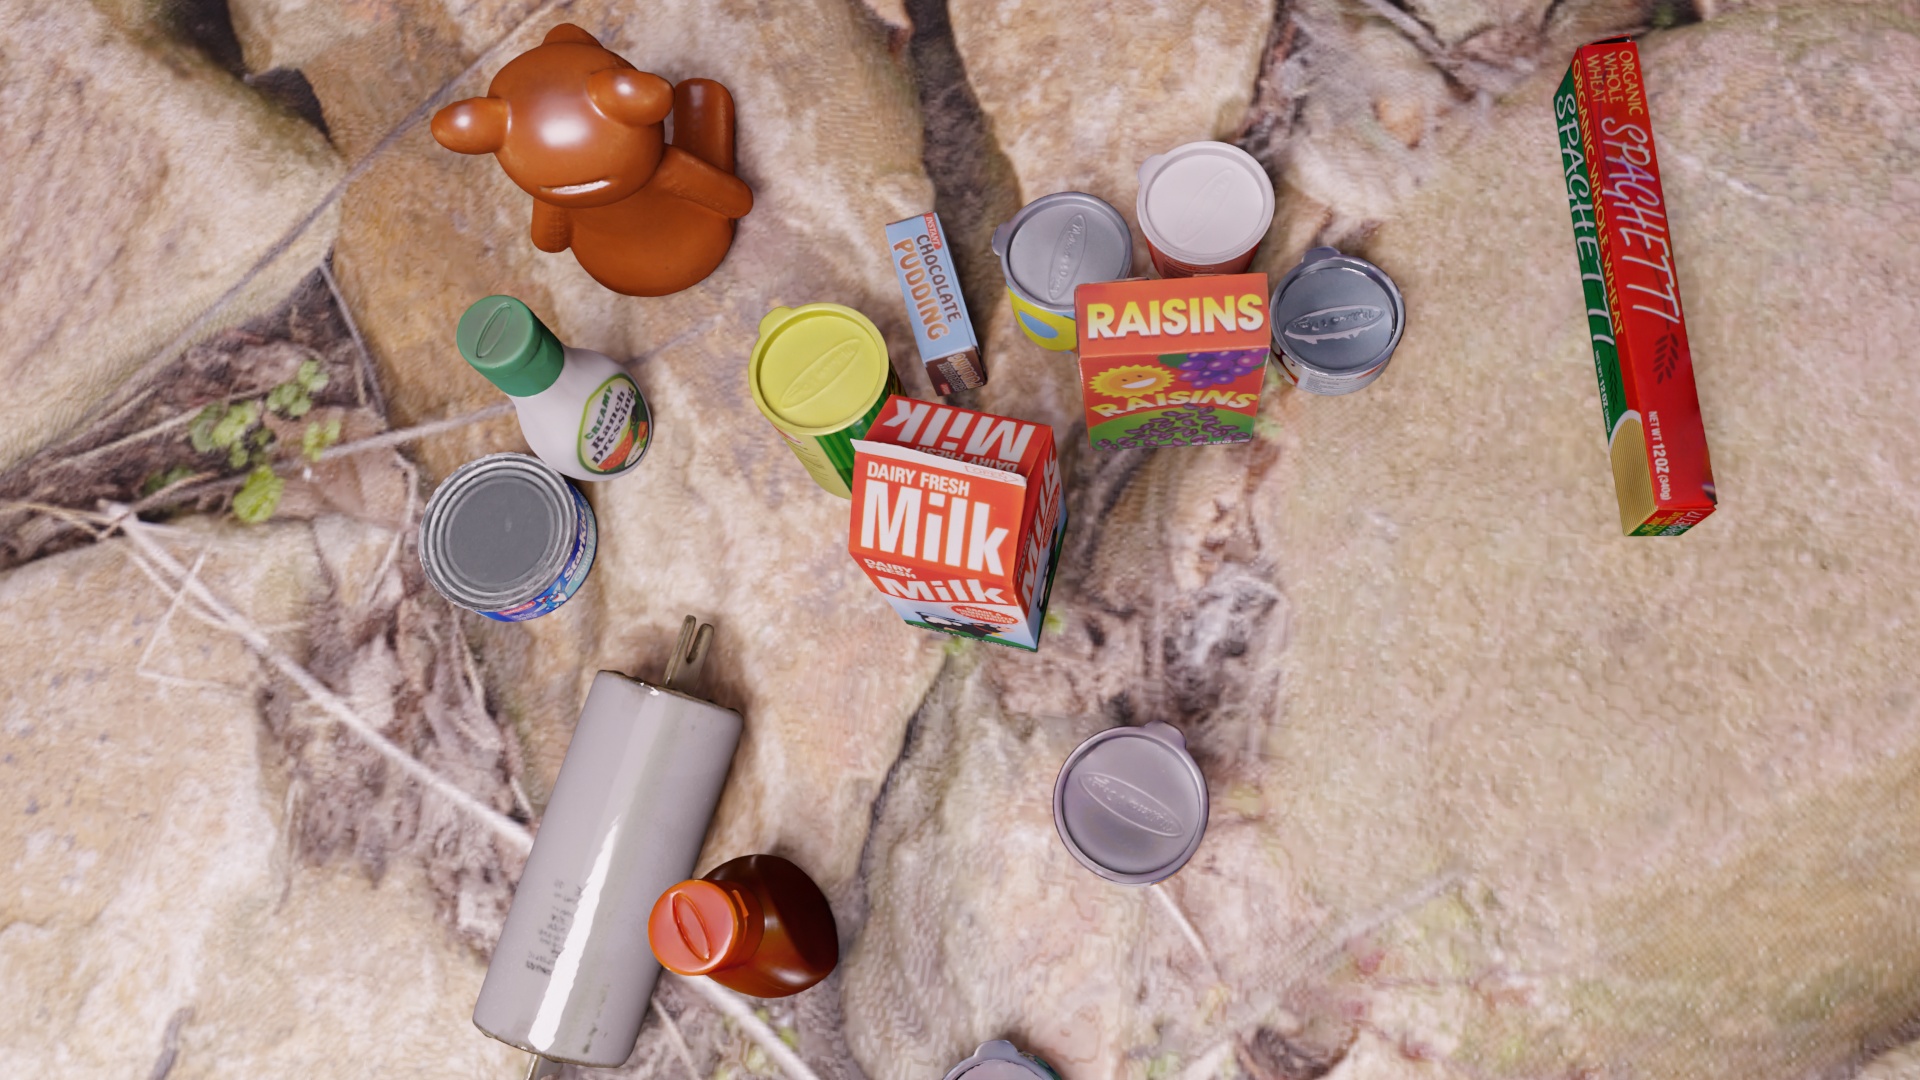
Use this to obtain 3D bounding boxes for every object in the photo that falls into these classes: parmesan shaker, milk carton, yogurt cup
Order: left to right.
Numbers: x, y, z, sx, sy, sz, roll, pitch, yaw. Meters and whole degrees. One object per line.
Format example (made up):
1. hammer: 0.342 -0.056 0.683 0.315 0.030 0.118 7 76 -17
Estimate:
1. parmesan shaker: -0.061 -0.068 0.690 0.071 0.103 0.071 -2 74 7
2. milk carton: 0.002 -0.008 0.618 0.072 0.190 0.073 12 77 11
3. yogurt cup: 0.126 -0.163 0.717 0.072 0.054 0.072 -2 74 7

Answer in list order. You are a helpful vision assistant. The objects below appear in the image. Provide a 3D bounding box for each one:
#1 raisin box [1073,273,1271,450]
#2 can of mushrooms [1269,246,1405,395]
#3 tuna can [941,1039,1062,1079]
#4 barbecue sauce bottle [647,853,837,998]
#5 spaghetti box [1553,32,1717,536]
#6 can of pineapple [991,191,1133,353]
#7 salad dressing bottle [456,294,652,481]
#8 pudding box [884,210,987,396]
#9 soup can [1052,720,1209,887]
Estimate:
1. raisin box: 0.100 -0.083 0.661 0.086 0.123 0.040 -2 75 7
2. can of mushrooms: 0.189 -0.111 0.705 0.071 0.033 0.071 -2 74 7
3. tuna can: 0.019 0.260 0.622 0.071 0.032 0.071 -2 74 7
4. barbecue sauce bottle: -0.093 0.167 0.603 0.044 0.148 0.065 -29 73 -1
5. spaghetti box: 0.328 -0.127 0.682 0.029 0.050 0.250 -3 74 7
6. can of pineapple: 0.055 -0.138 0.718 0.071 0.057 0.071 -2 74 7
7. salad dressing bottle: -0.198 -0.074 0.686 0.044 0.147 0.064 22 79 13
8. pudding box: -0.012 -0.123 0.727 0.030 0.049 0.084 -17 73 3
9. soup can: 0.079 0.120 0.627 0.071 0.083 0.071 -2 74 7
